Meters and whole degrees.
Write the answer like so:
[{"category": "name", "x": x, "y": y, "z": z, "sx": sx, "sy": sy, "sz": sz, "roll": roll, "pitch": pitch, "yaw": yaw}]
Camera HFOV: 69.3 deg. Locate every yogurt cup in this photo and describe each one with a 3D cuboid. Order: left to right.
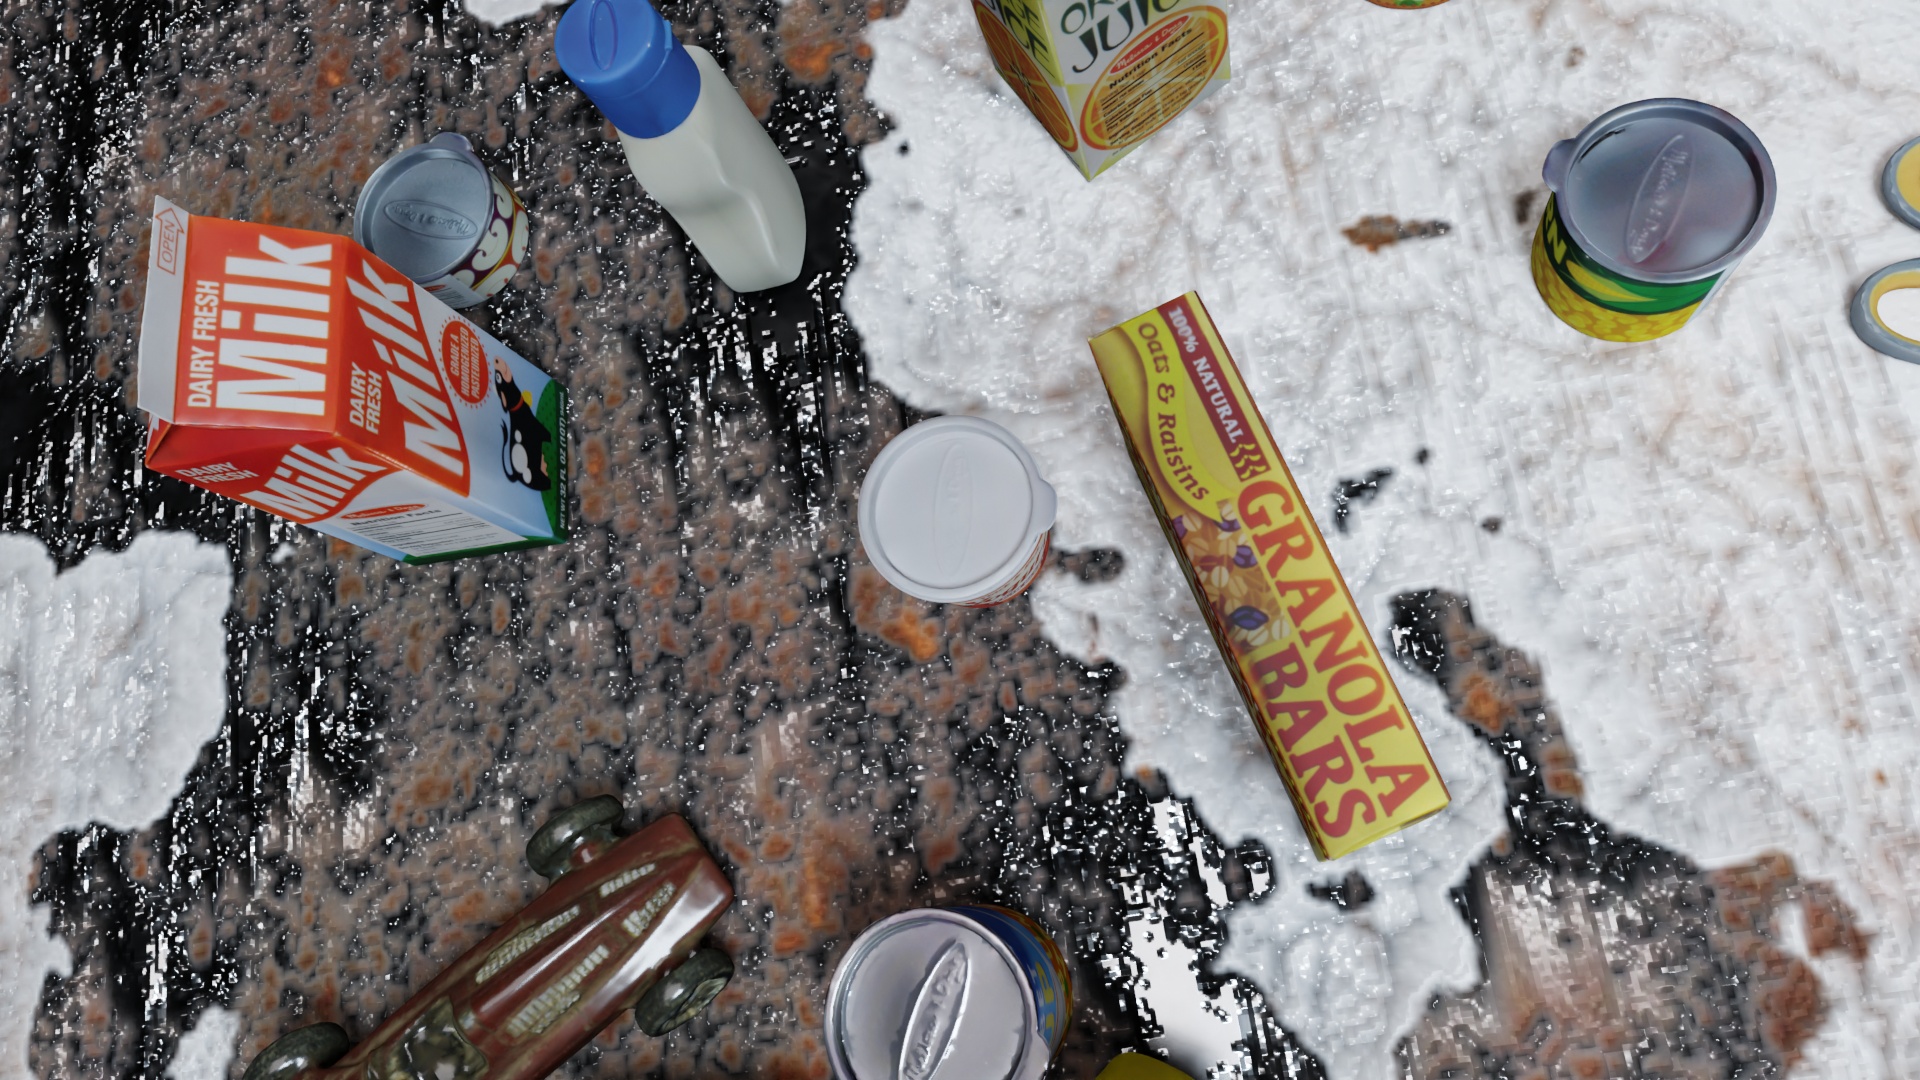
[{"category": "yogurt cup", "x": 0.002, "y": -0.006, "z": 0.510, "sx": 0.072, "sy": 0.054, "sz": 0.072, "roll": -3, "pitch": 76, "yaw": 12}]

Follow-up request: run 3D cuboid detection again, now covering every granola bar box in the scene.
[{"category": "granola bar box", "x": 0.097, "y": 0.018, "z": 0.445, "sx": 0.039, "sy": 0.124, "sz": 0.166, "roll": -25, "pitch": 72, "yaw": 7}]

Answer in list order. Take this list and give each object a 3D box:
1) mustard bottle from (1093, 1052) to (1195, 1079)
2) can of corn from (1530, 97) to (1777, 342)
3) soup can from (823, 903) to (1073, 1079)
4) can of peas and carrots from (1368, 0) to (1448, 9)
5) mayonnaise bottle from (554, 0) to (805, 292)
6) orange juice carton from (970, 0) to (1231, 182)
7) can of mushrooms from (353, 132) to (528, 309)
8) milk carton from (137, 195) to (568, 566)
[{"category": "mustard bottle", "x": 0.045, "y": 0.188, "z": 0.395, "sx": 0.049, "sy": 0.160, "sz": 0.065, "roll": 25, "pitch": 84, "yaw": 17}, {"category": "can of corn", "x": 0.233, "y": -0.109, "z": 0.480, "sx": 0.071, "sy": 0.058, "sz": 0.071, "roll": -3, "pitch": 76, "yaw": 12}, {"category": "soup can", "x": 0.002, "y": 0.154, "z": 0.454, "sx": 0.071, "sy": 0.083, "sz": 0.071, "roll": -3, "pitch": 76, "yaw": 12}, {"category": "can of peas and carrots", "x": 0.174, "y": -0.244, "z": 0.527, "sx": 0.071, "sy": 0.058, "sz": 0.071, "roll": -3, "pitch": 76, "yaw": 12}, {"category": "mayonnaise bottle", "x": -0.100, "y": -0.148, "z": 0.519, "sx": 0.041, "sy": 0.148, "sz": 0.065, "roll": -11, "pitch": 75, "yaw": 11}, {"category": "orange juice carton", "x": 0.041, "y": -0.212, "z": 0.479, "sx": 0.073, "sy": 0.192, "sz": 0.072, "roll": -36, "pitch": 72, "yaw": 3}, {"category": "can of mushrooms", "x": -0.225, "y": -0.139, "z": 0.606, "sx": 0.071, "sy": 0.033, "sz": 0.071, "roll": -3, "pitch": 76, "yaw": 12}, {"category": "milk carton", "x": -0.220, "y": -0.049, "z": 0.500, "sx": 0.073, "sy": 0.190, "sz": 0.072, "roll": -8, "pitch": 75, "yaw": 11}]
